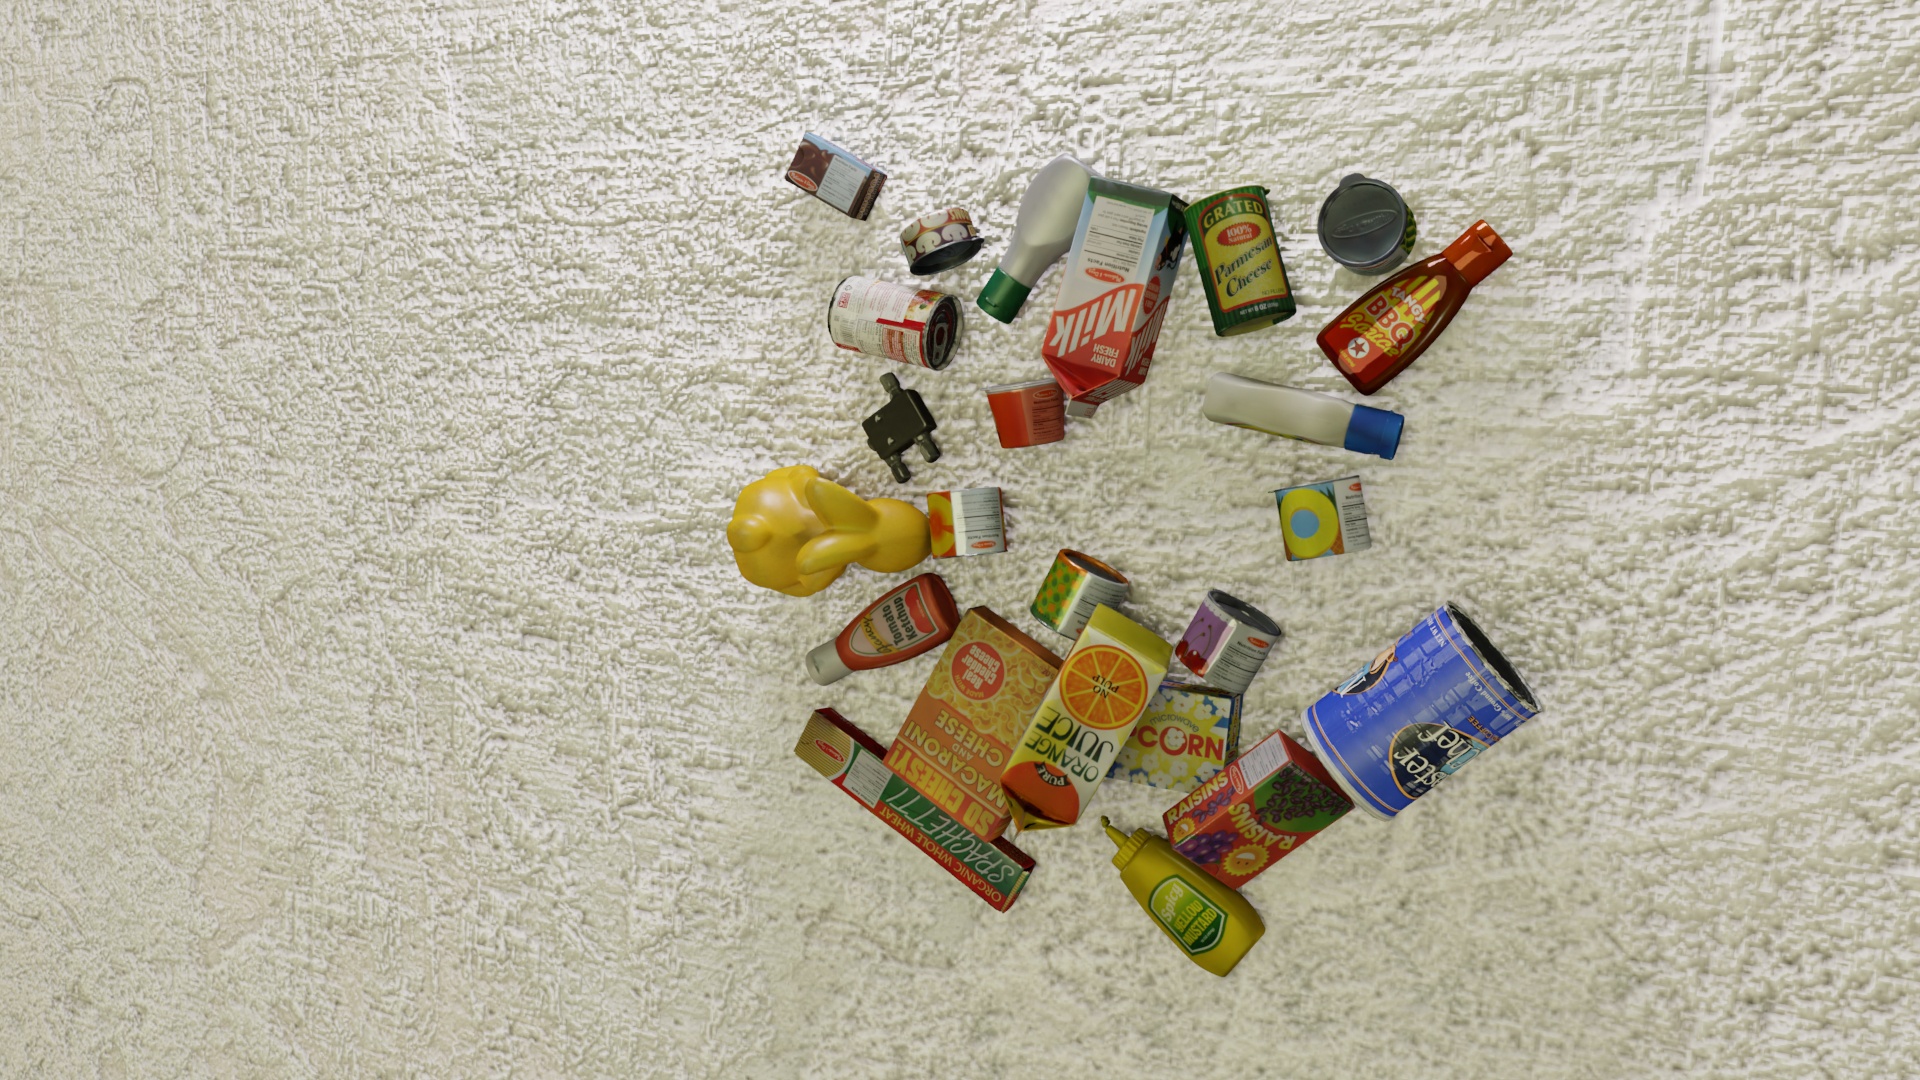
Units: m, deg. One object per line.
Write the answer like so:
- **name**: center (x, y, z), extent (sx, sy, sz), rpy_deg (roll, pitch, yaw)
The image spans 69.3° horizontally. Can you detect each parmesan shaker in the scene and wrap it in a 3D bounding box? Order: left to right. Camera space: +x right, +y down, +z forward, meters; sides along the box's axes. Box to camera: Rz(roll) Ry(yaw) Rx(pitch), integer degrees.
- **parmesan shaker**: center (0.224, -0.220, 1.097), extent (0.071, 0.071, 0.103), rpy_deg (-16, 86, 25)

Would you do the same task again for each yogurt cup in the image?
- **yogurt cup**: center (0.058, -0.108, 1.180), extent (0.072, 0.072, 0.054), rpy_deg (-5, 98, 25)

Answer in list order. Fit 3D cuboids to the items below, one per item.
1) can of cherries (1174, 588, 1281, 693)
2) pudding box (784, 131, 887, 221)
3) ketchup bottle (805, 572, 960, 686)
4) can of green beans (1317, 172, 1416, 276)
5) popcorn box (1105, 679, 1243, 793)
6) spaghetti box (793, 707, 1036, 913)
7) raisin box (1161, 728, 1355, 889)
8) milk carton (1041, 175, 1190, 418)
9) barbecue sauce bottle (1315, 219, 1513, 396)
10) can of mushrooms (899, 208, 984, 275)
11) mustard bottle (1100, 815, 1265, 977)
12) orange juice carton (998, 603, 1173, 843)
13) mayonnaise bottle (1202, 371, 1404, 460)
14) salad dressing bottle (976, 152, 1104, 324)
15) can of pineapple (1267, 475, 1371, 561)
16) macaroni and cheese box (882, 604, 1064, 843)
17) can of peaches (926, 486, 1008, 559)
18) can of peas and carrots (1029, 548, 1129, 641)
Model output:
- **can of cherries**: center (0.213, 0.080, 1.115), extent (0.071, 0.071, 0.058), rpy_deg (33, 106, 20)
- **pudding box**: center (-0.114, -0.333, 1.268), extent (0.084, 0.030, 0.049), rpy_deg (33, 106, 20)
- **ketchup bottle**: center (-0.073, 0.087, 1.258), extent (0.148, 0.043, 0.065), rpy_deg (-29, 76, 24)
- **can of green beans**: center (0.311, -0.238, 1.059), extent (0.071, 0.058, 0.071), rpy_deg (1, 93, 25)
- **popcorn box**: center (0.165, 0.159, 1.153), extent (0.127, 0.038, 0.085), rpy_deg (7, 95, 24)
- **spaghetti box**: center (-0.043, 0.241, 1.258), extent (0.250, 0.029, 0.050), rpy_deg (34, 105, 20)
- **raisin box**: center (0.234, 0.215, 1.098), extent (0.123, 0.086, 0.040), rpy_deg (-41, 32, 21)
- **milk carton**: center (0.124, -0.193, 1.140), extent (0.073, 0.072, 0.190), rpy_deg (19, 99, 23)
- **barbecue sauce bottle**: center (0.346, -0.179, 1.053), extent (0.148, 0.044, 0.065), rpy_deg (-42, 75, 20)
- **can of mushrooms**: center (-0.016, -0.260, 1.206), extent (0.071, 0.071, 0.033), rpy_deg (-23, 81, 24)
- **mustard bottle**: center (0.173, 0.286, 1.148), extent (0.160, 0.049, 0.065), rpy_deg (40, 106, 18)
- **orange juice carton**: center (0.092, 0.155, 1.116), extent (0.073, 0.072, 0.192), rpy_deg (30, 105, 6)
- **mayonnaise bottle**: center (0.267, -0.097, 1.084), extent (0.148, 0.065, 0.041), rpy_deg (16, 97, 20)
- **salad dressing bottle**: center (0.066, -0.255, 1.181), extent (0.064, 0.044, 0.147), rpy_deg (40, 108, 16)
- **can of pineapple**: center (0.280, -0.017, 1.078), extent (0.071, 0.071, 0.058), rpy_deg (-10, 88, 25)
- **macaroni and cheese box**: center (0.023, 0.160, 1.218), extent (0.124, 0.040, 0.166), rpy_deg (34, 105, 20)
- **can of peaches**: center (0.004, -0.015, 1.207), extent (0.071, 0.071, 0.058), rpy_deg (-6, 90, 25)
- **can of peas and carrots**: center (0.099, 0.046, 1.165), extent (0.071, 0.071, 0.058), rpy_deg (31, 104, 21)
